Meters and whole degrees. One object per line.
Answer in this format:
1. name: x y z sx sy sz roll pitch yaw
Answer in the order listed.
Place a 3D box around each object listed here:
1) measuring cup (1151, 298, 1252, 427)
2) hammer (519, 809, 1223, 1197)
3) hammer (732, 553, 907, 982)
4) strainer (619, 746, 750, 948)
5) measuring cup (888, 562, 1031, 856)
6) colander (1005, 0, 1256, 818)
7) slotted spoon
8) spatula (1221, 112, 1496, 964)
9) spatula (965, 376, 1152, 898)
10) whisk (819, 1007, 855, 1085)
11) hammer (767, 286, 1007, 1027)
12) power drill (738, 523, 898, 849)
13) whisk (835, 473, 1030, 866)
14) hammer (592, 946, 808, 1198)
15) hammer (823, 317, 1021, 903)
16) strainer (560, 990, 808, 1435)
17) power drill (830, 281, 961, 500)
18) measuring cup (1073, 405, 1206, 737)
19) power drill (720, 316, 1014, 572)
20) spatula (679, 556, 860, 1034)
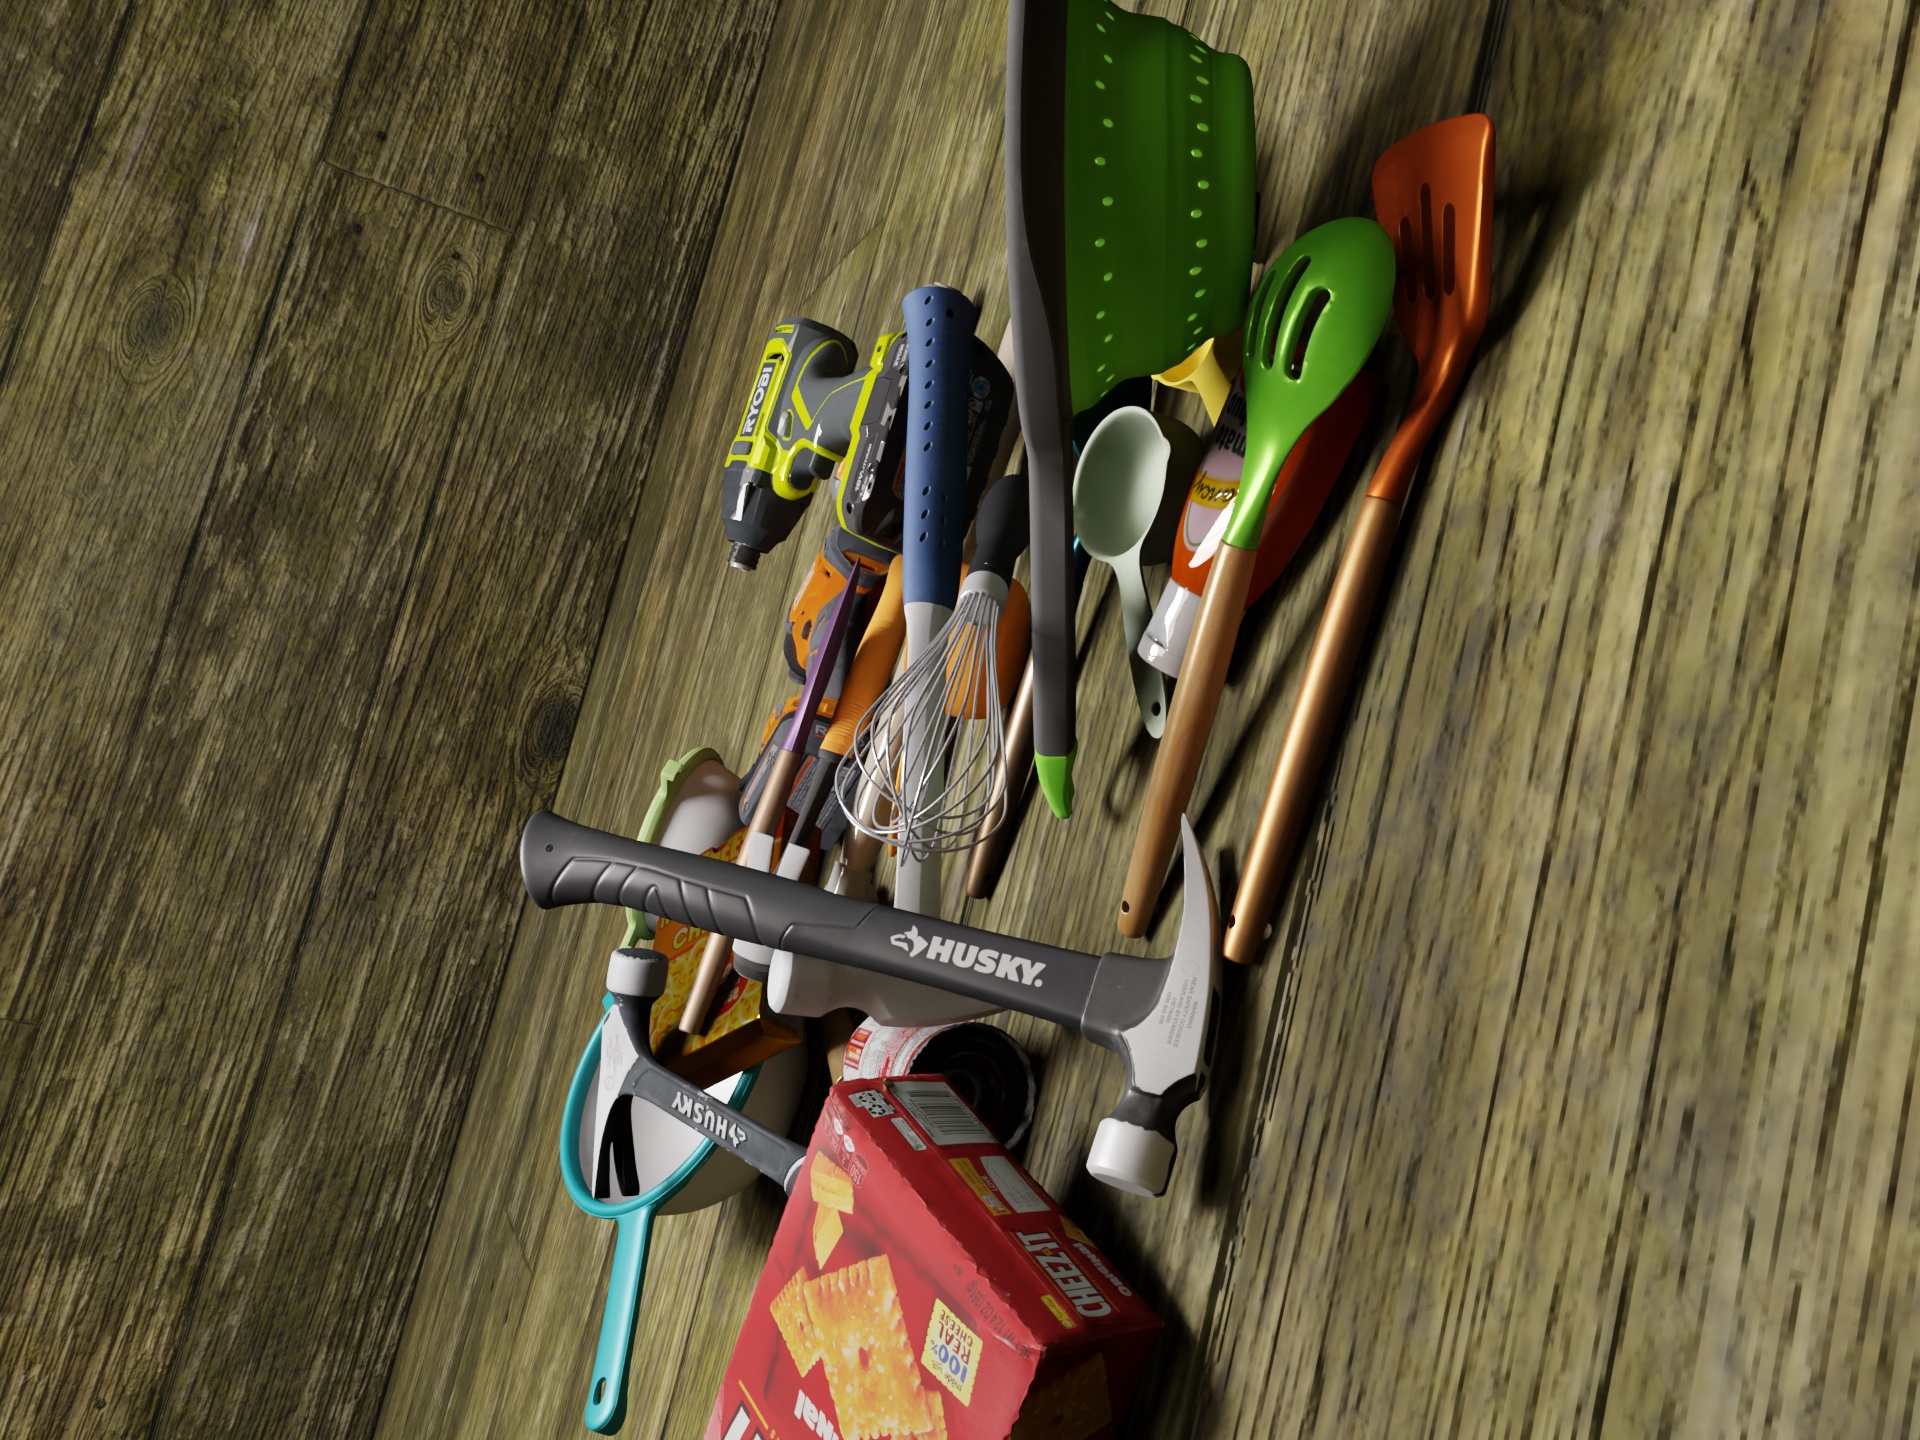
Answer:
1. measuring cup: 0.132 -0.152 0.755 0.062 0.029 0.157 -54 39 39
2. hammer: -0.050 0.084 0.684 0.035 0.335 0.146 58 -132 -58
3. hammer: -0.073 0.001 1.019 0.127 0.034 0.337 106 -178 -47
4. strainer: -0.173 0.094 1.235 0.256 0.069 0.151 -25 -49 -74
5. measuring cup: -0.001 -0.003 0.904 0.095 0.052 0.173 15 -94 -74
6. colander: 0.076 -0.140 0.690 0.205 0.094 0.396 -75 -16 -66
7. slotted spoon: 0.108 -0.047 0.649 0.070 0.031 0.313 43 126 51
8. spatula: 0.146 -0.063 0.608 0.081 0.041 0.322 -153 79 -72
9. spatula: 0.045 -0.055 0.859 0.044 0.082 0.317 27 106 43
10. whisk: -0.064 0.224 0.921 0.047 0.051 0.245 -53 18 6
11. hammer: -0.011 -0.045 0.810 0.035 0.144 0.406 133 143 -60
12. power drill: -0.105 -0.020 1.190 0.164 0.084 0.227 125 157 -46
13. whisk: 0.006 -0.037 0.718 0.070 0.070 0.285 -57 10 38
14. hammer: -0.094 0.236 0.832 0.409 0.036 0.149 11 92 52
15. hammer: -0.017 -0.062 0.992 0.146 0.038 0.411 81 -153 -85
16. strainer: -0.176 0.301 1.051 0.211 0.095 0.341 -28 40 32
17. power drill: -0.028 -0.227 1.155 0.226 0.084 0.185 -127 58 -71
18. measuring cup: 0.096 -0.070 0.768 0.083 0.038 0.168 -31 60 53
19. power drill: -0.075 -0.171 1.009 0.223 0.080 0.171 14 86 54
20. spatula: -0.115 0.045 1.004 0.059 0.018 0.316 111 178 -78
